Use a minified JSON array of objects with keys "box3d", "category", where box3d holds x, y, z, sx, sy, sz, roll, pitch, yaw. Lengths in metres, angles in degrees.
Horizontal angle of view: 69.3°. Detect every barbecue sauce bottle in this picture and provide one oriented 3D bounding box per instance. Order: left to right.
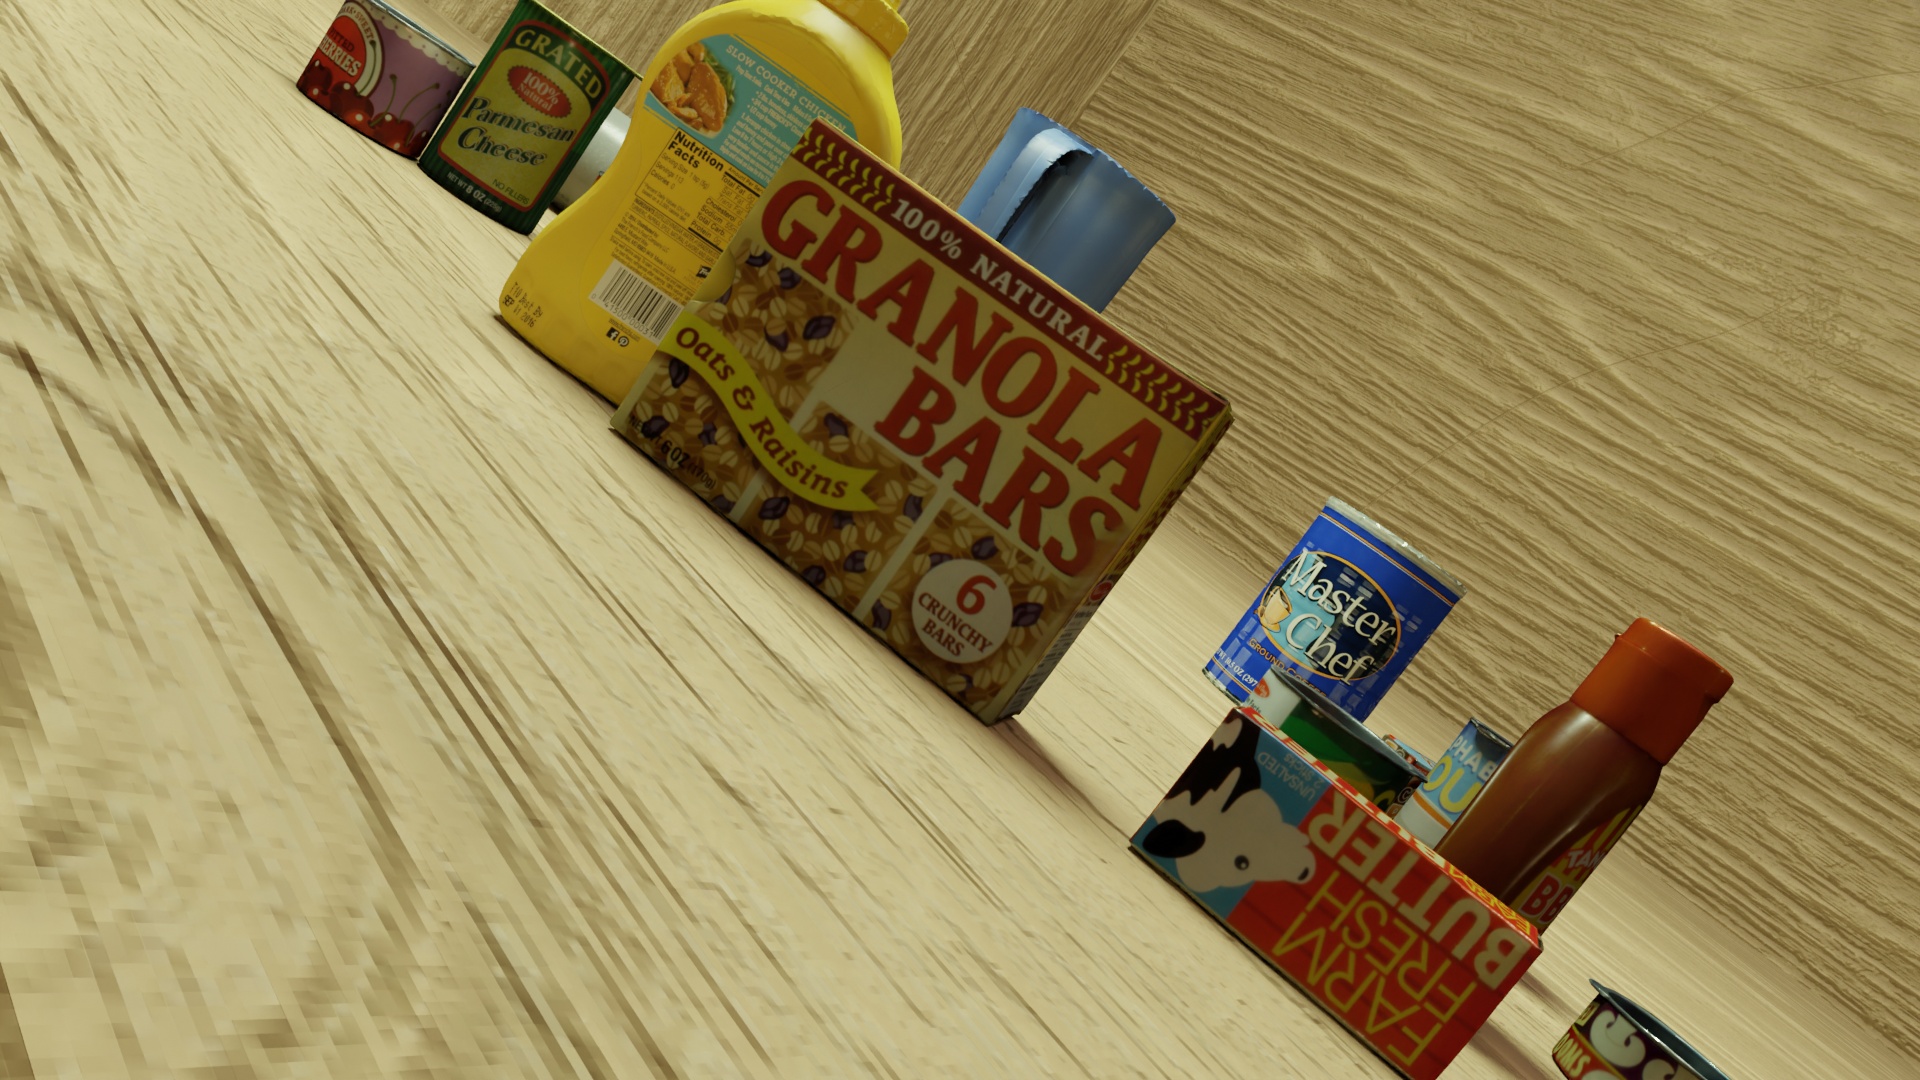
[{"box3d":[0.203,0.095,0.480,0.044,0.148,0.065,41,9,40],"category":"barbecue sauce bottle"}]

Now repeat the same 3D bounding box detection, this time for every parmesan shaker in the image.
[{"box3d":[-0.221,-0.217,0.718,0.071,0.103,0.071,35,7,-5],"category":"parmesan shaker"}]

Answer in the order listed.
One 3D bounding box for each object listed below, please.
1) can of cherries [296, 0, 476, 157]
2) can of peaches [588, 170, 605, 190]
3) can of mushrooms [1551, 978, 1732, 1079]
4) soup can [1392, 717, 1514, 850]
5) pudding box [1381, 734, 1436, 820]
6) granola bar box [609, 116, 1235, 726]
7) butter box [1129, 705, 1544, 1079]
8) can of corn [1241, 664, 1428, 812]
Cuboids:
[{"box3d":[-0.291,-0.236,0.699,0.071,0.058,0.071,35,7,-5],"category":"can of cherries"},{"box3d":[-0.149,-0.124,0.629,0.071,0.058,0.071,35,7,-5],"category":"can of peaches"},{"box3d":[0.252,0.197,0.508,0.071,0.033,0.071,35,8,-5],"category":"can of mushrooms"},{"box3d":[0.236,0.133,0.639,0.071,0.083,0.071,35,7,-5],"category":"soup can"},{"box3d":[0.246,0.142,0.749,0.083,0.049,0.030,30,9,-34],"category":"pudding box"},{"box3d":[-0.015,-0.040,0.452,0.166,0.124,0.039,37,7,12],"category":"granola bar box"},{"box3d":[0.105,0.099,0.395,0.103,0.053,0.024,38,8,19],"category":"butter box"},{"box3d":[0.130,0.092,0.528,0.071,0.058,0.071,35,7,-5],"category":"can of corn"}]
